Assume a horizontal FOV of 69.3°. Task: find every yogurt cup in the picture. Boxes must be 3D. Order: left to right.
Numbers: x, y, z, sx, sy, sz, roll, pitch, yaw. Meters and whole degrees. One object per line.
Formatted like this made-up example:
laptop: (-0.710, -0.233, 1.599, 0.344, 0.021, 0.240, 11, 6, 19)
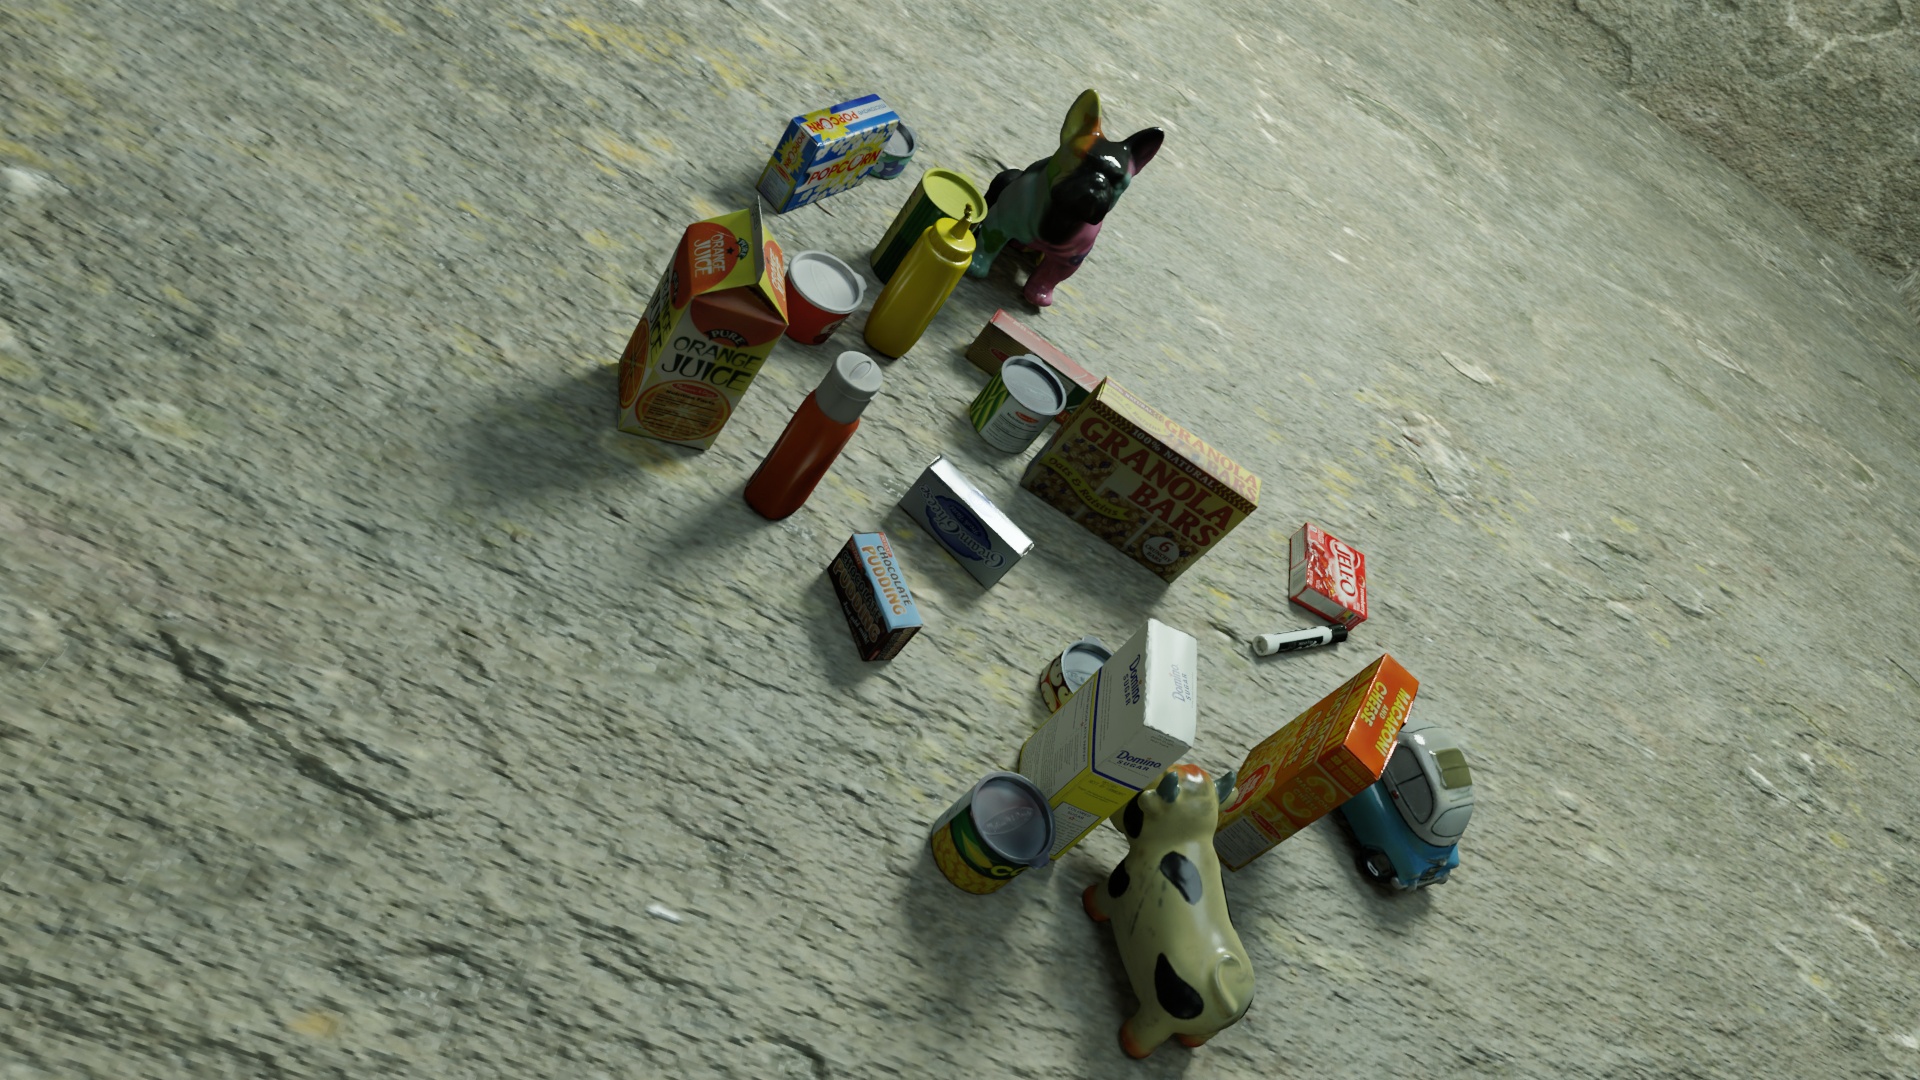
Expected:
yogurt cup: (-0.123, -0.202, 1.170, 0.072, 0.053, 0.073, 20, 47, -22)

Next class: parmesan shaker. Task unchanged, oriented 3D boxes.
parmesan shaker: (-0.029, -0.280, 1.265, 0.071, 0.102, 0.072, 20, 47, -22)

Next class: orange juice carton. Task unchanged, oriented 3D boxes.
orange juice carton: (-0.179, -0.154, 0.988, 0.073, 0.191, 0.072, 13, 50, -28)

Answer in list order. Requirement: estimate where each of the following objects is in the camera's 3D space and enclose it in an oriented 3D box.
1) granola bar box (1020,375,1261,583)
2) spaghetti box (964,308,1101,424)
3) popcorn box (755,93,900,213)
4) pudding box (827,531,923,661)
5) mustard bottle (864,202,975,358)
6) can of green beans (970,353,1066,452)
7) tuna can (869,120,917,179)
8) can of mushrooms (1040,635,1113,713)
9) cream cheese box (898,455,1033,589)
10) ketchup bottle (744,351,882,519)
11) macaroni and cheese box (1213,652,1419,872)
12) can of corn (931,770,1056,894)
granola bar box: (0.154, -0.050, 1.195, 0.165, 0.123, 0.039, 33, 43, -9)
spaghetti box: (0.120, -0.121, 1.282, 0.250, 0.050, 0.029, 34, 43, -8)
popcorn box: (-0.120, -0.356, 1.274, 0.038, 0.084, 0.127, 47, 43, 6)
pudding box: (-0.063, 0.041, 1.019, 0.030, 0.049, 0.084, -3, 59, -38)
mustard bottle: (-0.028, -0.225, 1.179, 0.049, 0.159, 0.066, 28, 44, -15)
can of green beans: (0.050, -0.119, 1.225, 0.071, 0.057, 0.071, 20, 47, -22)
tuna can: (-0.077, -0.392, 1.373, 0.071, 0.032, 0.071, 20, 47, -22)
can of mushrooms: (0.098, 0.112, 1.089, 0.071, 0.033, 0.071, 20, 47, -22)
cream cheese box: (0.004, -0.014, 1.109, 0.104, 0.053, 0.024, 44, 43, 2)
ketchup bottle: (-0.105, -0.077, 1.012, 0.043, 0.148, 0.065, 41, 43, -1)
macaroni and cheese box: (0.269, 0.171, 1.066, 0.040, 0.165, 0.124, 43, 43, 2)
can of corn: (0.023, 0.201, 0.944, 0.071, 0.058, 0.071, 20, 47, -22)
